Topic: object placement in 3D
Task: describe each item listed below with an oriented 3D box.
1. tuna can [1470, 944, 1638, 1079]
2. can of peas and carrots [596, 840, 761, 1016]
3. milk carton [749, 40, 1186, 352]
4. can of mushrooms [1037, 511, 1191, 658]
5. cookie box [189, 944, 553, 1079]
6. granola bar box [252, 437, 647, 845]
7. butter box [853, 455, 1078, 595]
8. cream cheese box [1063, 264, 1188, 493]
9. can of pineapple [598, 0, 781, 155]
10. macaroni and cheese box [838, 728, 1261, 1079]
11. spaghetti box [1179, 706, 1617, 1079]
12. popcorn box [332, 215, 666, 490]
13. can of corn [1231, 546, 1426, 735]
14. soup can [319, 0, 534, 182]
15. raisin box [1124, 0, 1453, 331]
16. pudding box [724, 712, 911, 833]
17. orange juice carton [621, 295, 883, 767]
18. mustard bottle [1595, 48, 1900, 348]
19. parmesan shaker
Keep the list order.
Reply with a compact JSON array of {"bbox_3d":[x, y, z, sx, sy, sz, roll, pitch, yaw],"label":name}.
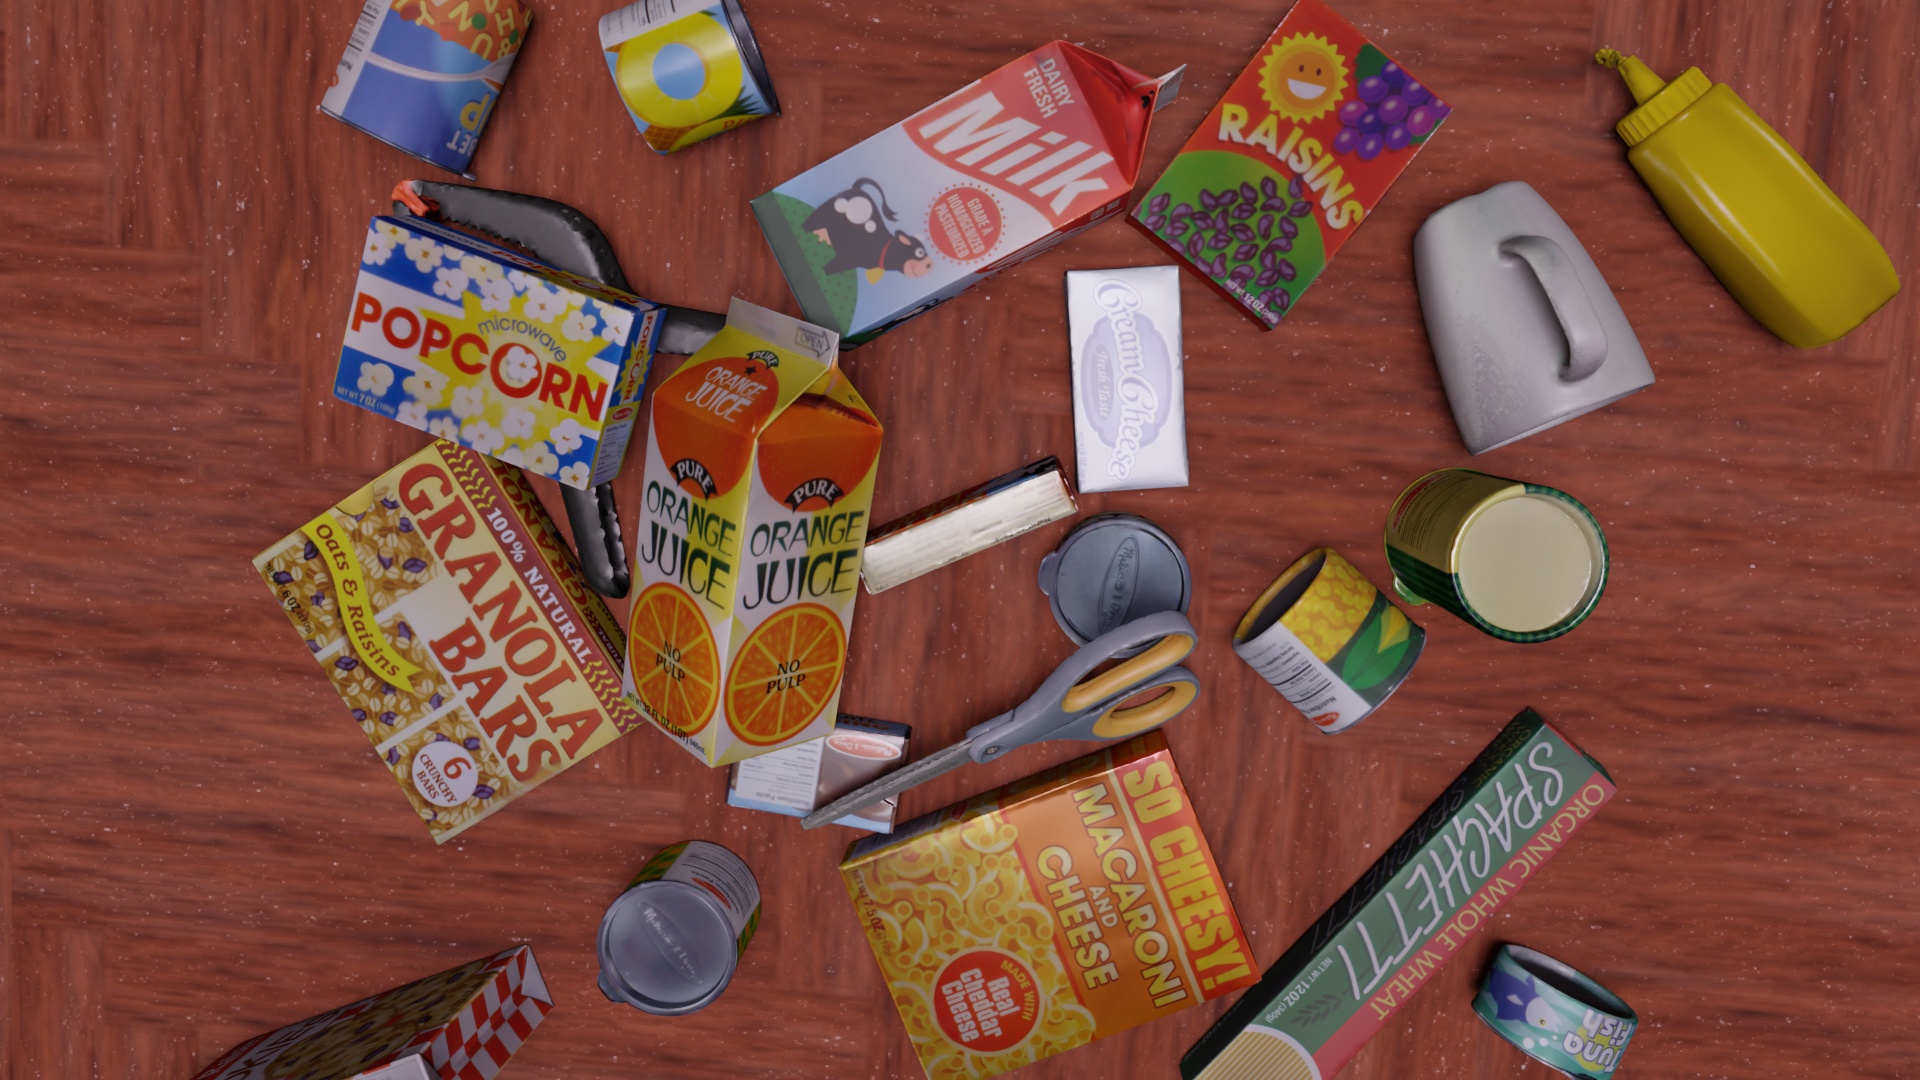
[{"bbox_3d":[0.277,0.220,0.644,0.071,0.071,0.032,23,96,1],"label":"tuna can"},{"bbox_3d":[-0.136,0.187,0.671,0.071,0.059,0.071,0,97,4],"label":"can of peas and carrots"},{"bbox_3d":[0.011,-0.158,0.619,0.190,0.072,0.073,-26,94,6],"label":"milk carton"},{"bbox_3d":[0.072,0.019,0.654,0.071,0.033,0.071,0,97,3],"label":"can of mushrooms"},{"bbox_3d":[-0.296,0.255,0.655,0.167,0.123,0.040,-20,94,6],"label":"cookie box"},{"bbox_3d":[-0.240,0.045,0.672,0.124,0.039,0.165,-31,94,6],"label":"granola bar box"},{"bbox_3d":[0.002,-0.008,0.645,0.103,0.053,0.024,-22,98,6],"label":"butter box"},{"bbox_3d":[0.078,-0.075,0.648,0.053,0.024,0.103,-4,96,2],"label":"cream cheese box"},{"bbox_3d":[-0.121,-0.212,0.625,0.058,0.071,0.071,-20,95,6],"label":"can of pineapple"},{"bbox_3d":[0.043,0.178,0.669,0.166,0.040,0.123,-22,94,6],"label":"macaroni and cheese box"},{"bbox_3d":[0.207,0.187,0.666,0.050,0.029,0.249,41,97,-2],"label":"spaghetti box"},{"bbox_3d":[-0.206,-0.084,0.618,0.127,0.038,0.085,21,104,3],"label":"popcorn box"},{"bbox_3d":[0.168,0.043,0.636,0.058,0.071,0.071,42,97,-1],"label":"can of corn"},{"bbox_3d":[-0.239,-0.217,0.632,0.071,0.071,0.083,27,97,0],"label":"soup can"},{"bbox_3d":[0.147,-0.168,0.627,0.086,0.040,0.123,38,98,0],"label":"raisin box"},{"bbox_3d":[-0.068,0.109,0.673,0.084,0.030,0.049,9,96,2],"label":"pudding box"},{"bbox_3d":[-0.091,-0.006,0.610,0.072,0.073,0.192,26,114,38],"label":"orange juice carton"},{"bbox_3d":[0.335,-0.157,0.606,0.048,0.065,0.160,-40,89,11],"label":"mustard bottle"},{"bbox_3d":[0.230,0.007,0.608,0.071,0.103,0.071,0,97,3],"label":"parmesan shaker"}]
